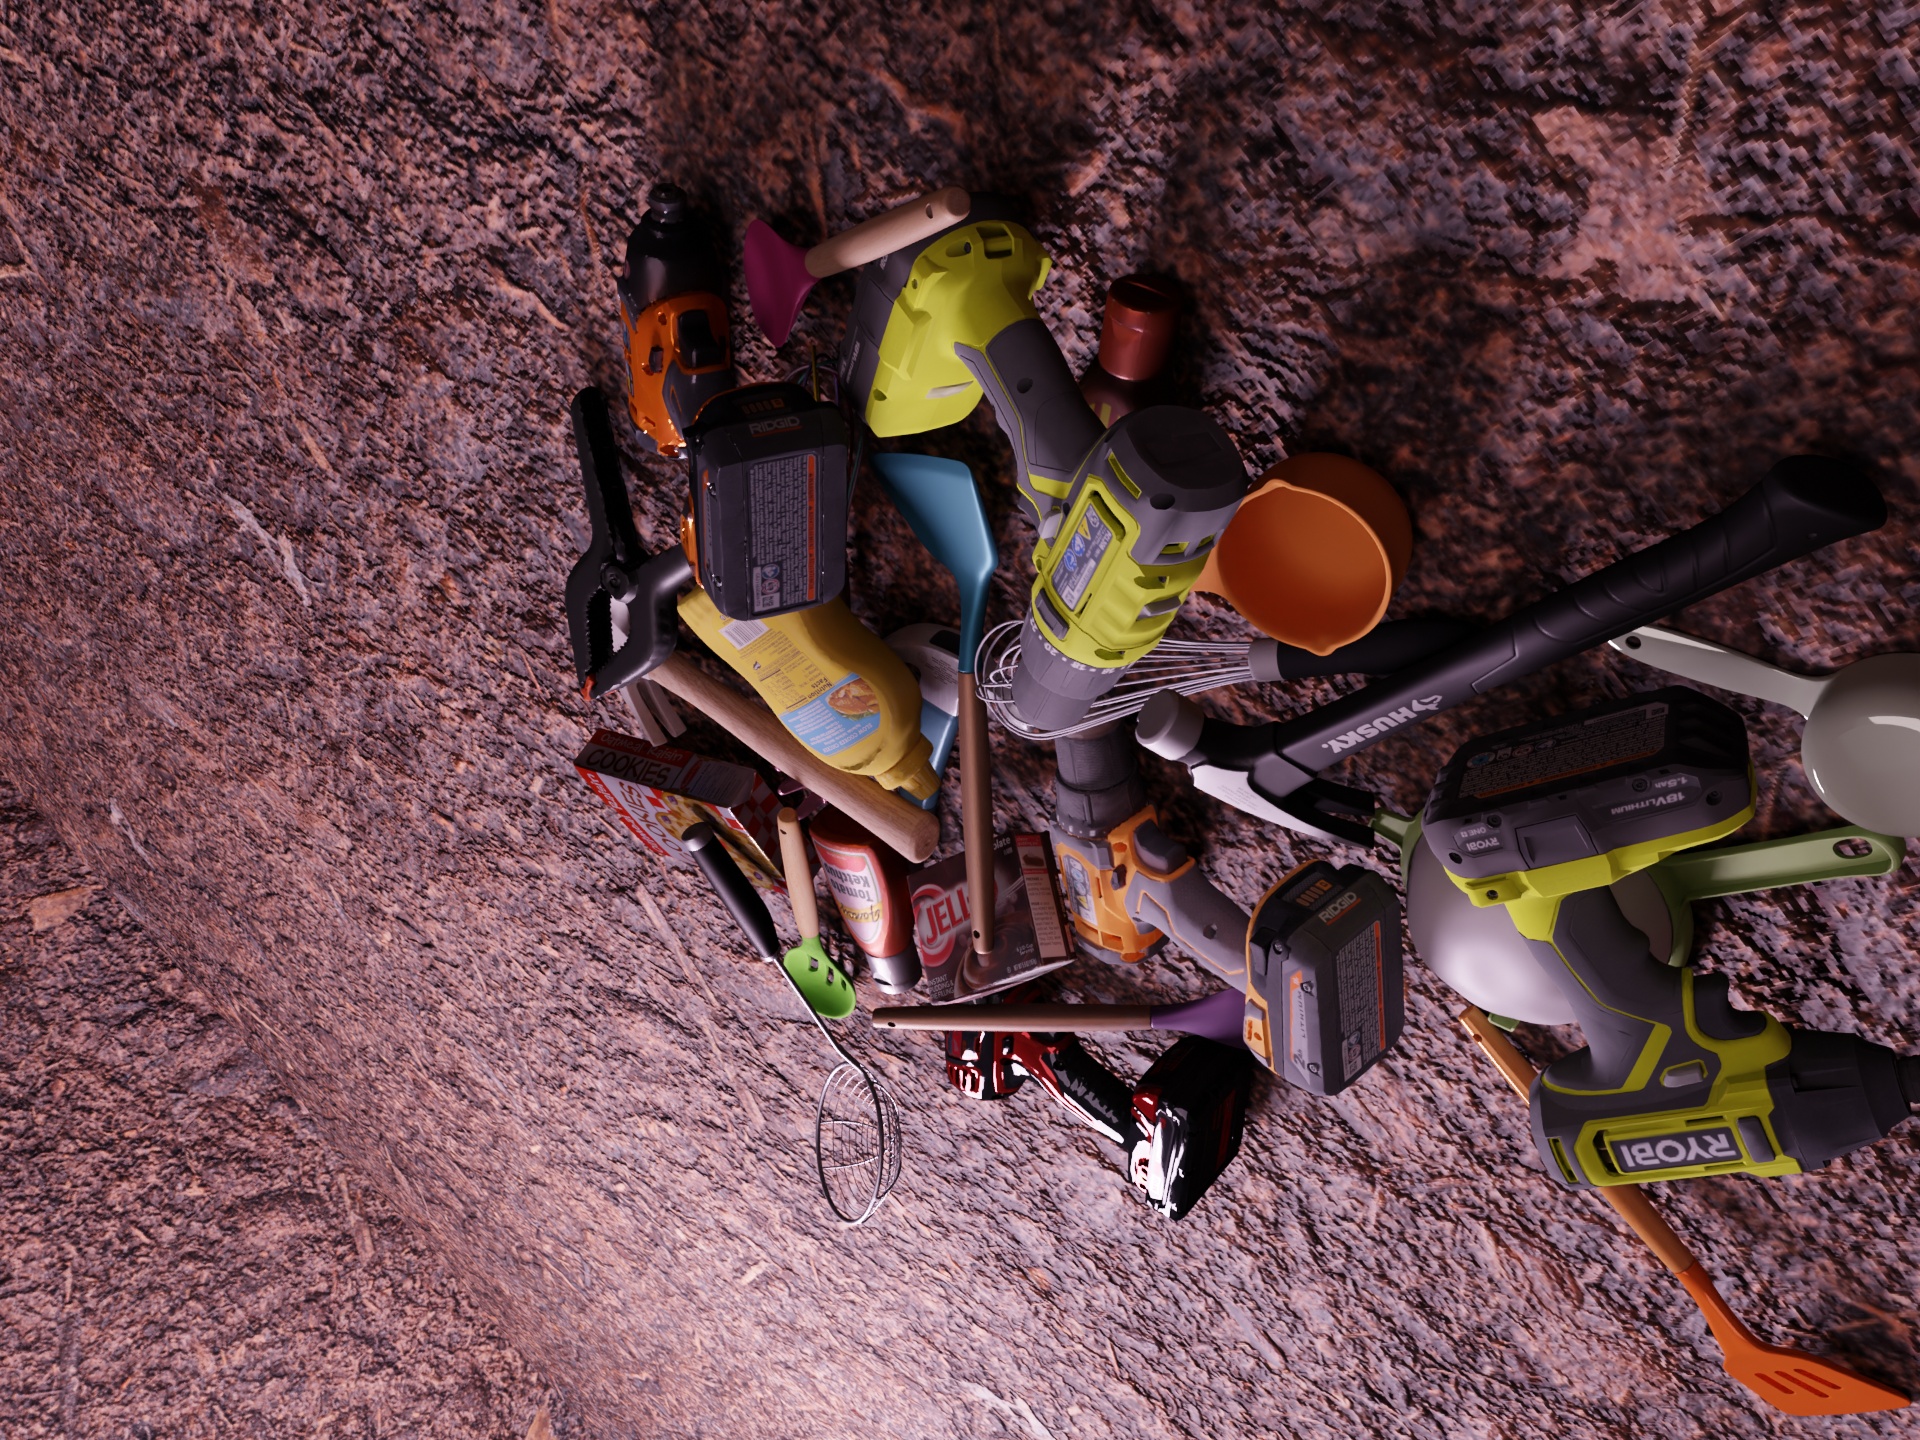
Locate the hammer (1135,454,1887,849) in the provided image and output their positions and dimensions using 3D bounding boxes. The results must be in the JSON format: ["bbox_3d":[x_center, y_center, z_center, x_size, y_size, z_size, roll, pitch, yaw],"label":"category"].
[{"bbox_3d":[0.245,-0.026,0.722,0.146,0.035,0.335,29,142,-26],"label":"hammer"}]

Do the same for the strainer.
[{"bbox_3d":[0.319,0.097,0.774,0.256,0.069,0.151,-21,107,51],"label":"strainer"}]

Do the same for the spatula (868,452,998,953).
[{"bbox_3d":[-0.001,-0.003,0.942,0.082,0.044,0.317,13,115,42],"label":"spatula"}]

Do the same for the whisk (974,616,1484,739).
[{"bbox_3d":[0.131,-0.031,0.830,0.285,0.070,0.070,-4,121,31],"label":"whisk"}]

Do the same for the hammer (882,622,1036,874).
[{"bbox_3d":[-0.030,0.061,1.088,0.128,0.033,0.330,33,140,15],"label":"hammer"}]

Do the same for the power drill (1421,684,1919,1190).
[{"bbox_3d":[0.316,0.105,0.707,0.171,0.080,0.223,-19,108,32],"label":"power drill"}]

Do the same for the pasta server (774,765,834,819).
[{"bbox_3d":[-0.102,-0.057,1.047,0.060,0.040,0.316,31,139,34],"label":"pasta server"}]

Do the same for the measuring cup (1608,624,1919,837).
[{"bbox_3d":[0.354,-0.003,0.680,0.168,0.038,0.083,24,136,26],"label":"measuring cup"}]

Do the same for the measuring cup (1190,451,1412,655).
[{"bbox_3d":[0.138,-0.085,0.788,0.174,0.052,0.095,1,125,39],"label":"measuring cup"}]

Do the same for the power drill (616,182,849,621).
[{"bbox_3d":[-0.134,-0.181,0.876,0.164,0.084,0.227,95,153,-44],"label":"power drill"}]

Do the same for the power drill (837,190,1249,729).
[{"bbox_3d":[0.029,-0.122,0.771,0.229,0.080,0.190,58,147,24],"label":"power drill"}]

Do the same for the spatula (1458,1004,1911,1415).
[{"bbox_3d":[0.398,0.284,0.906,0.322,0.041,0.081,50,142,2],"label":"spatula"}]

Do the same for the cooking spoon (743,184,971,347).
[{"bbox_3d":[-0.061,-0.227,0.777,0.319,0.017,0.068,-160,57,-67],"label":"cooking spoon"}]

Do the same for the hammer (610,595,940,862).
[{"bbox_3d":[-0.139,0.007,1.089,0.332,0.031,0.130,31,135,34],"label":"hammer"}]

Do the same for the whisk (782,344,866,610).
[{"bbox_3d":[-0.079,-0.115,0.969,0.047,0.051,0.244,44,147,40],"label":"whisk"}]

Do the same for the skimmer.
[{"bbox_3d":[-0.142,0.239,1.230,0.127,0.090,0.363,32,154,59],"label":"skimmer"}]

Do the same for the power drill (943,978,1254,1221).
[{"bbox_3d":[0.082,0.216,1.090,0.227,0.080,0.187,24,130,31],"label":"power drill"}]

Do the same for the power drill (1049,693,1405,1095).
[{"bbox_3d":[0.137,0.089,0.903,0.226,0.084,0.185,28,140,45],"label":"power drill"}]

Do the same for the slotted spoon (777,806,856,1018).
[{"bbox_3d":[-0.113,0.146,1.191,0.070,0.031,0.313,27,152,16],"label":"slotted spoon"}]

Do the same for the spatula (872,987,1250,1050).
[{"bbox_3d":[0.096,0.189,1.005,0.316,0.018,0.059,-3,124,15],"label":"spatula"}]
